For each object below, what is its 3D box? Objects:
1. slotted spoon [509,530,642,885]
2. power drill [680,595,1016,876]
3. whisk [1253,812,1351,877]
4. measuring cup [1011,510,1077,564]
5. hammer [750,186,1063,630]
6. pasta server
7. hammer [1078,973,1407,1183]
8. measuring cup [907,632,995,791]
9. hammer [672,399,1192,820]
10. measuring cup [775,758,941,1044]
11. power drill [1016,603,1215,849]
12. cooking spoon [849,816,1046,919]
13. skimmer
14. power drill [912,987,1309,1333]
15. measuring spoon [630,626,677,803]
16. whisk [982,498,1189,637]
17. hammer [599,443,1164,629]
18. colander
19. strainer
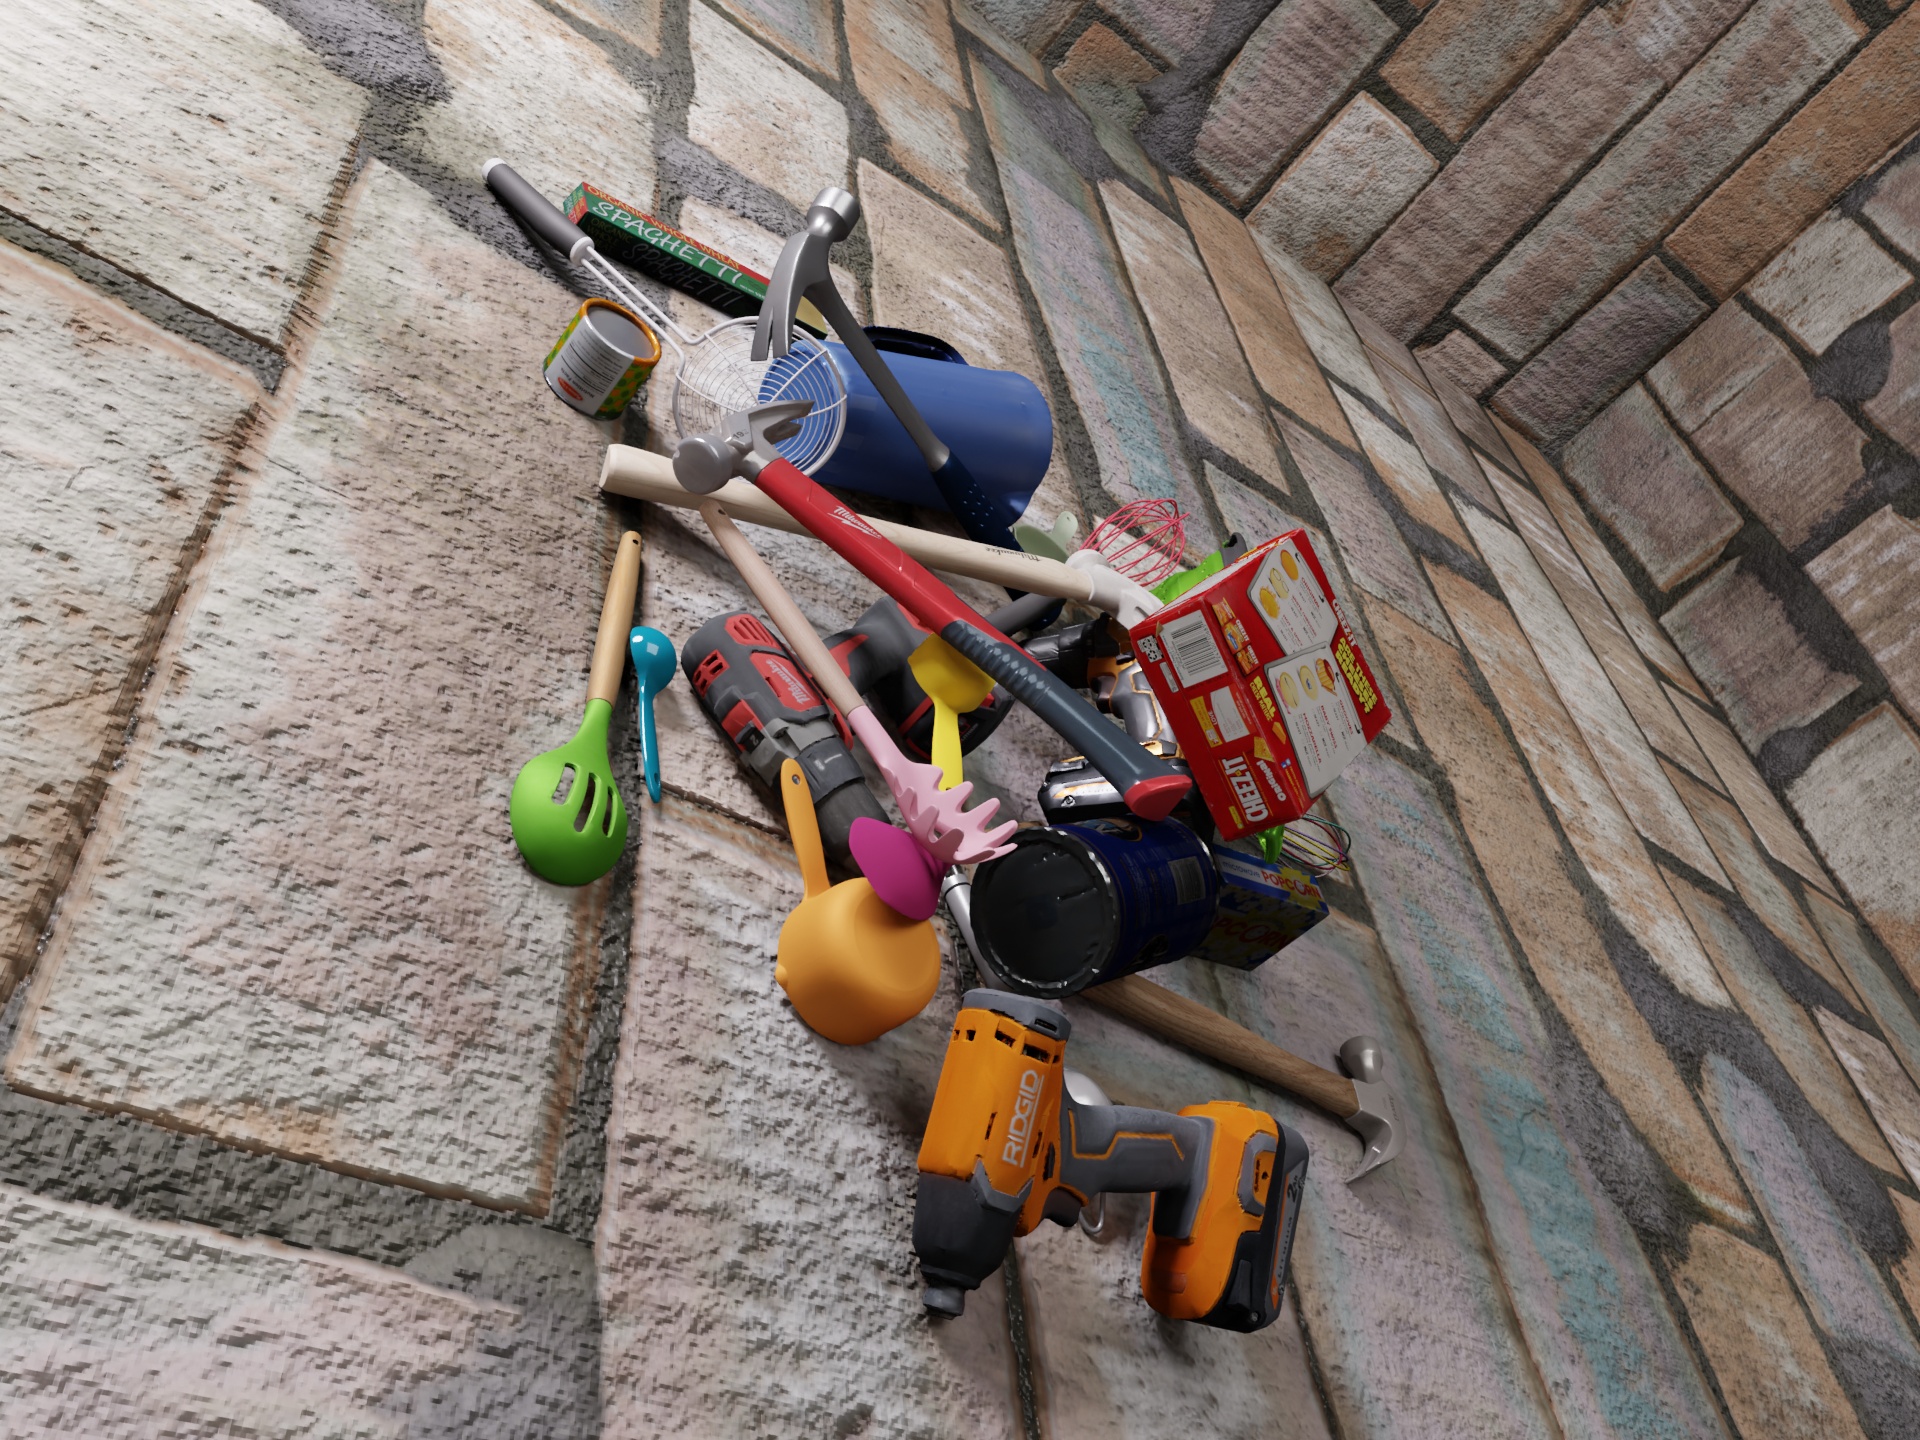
[{"bbox_3d":[-0.211,-0.025,0.938,0.070,0.031,0.314,36,28,-28],"label":"slotted spoon"},{"bbox_3d":[-0.058,0.002,1.049,0.188,0.080,0.226,53,33,14],"label":"power drill"},{"bbox_3d":[0.244,0.079,1.359,0.244,0.051,0.047,26,40,-24],"label":"whisk"},{"bbox_3d":[0.077,-0.152,1.449,0.083,0.038,0.168,41,28,-6],"label":"measuring cup"},{"bbox_3d":[-0.025,-0.205,1.230,0.405,0.035,0.144,51,52,-42],"label":"hammer"},{"bbox_3d":[-0.073,-0.029,0.966,0.060,0.040,0.316,-2,48,-52],"label":"pasta server"},{"bbox_3d":[0.194,0.230,1.115,0.331,0.031,0.130,28,33,-25],"label":"hammer"},{"bbox_3d":[-0.002,-0.003,1.019,0.062,0.029,0.157,26,36,-22],"label":"measuring cup"},{"bbox_3d":[-0.004,-0.075,1.040,0.386,0.038,0.143,39,34,7],"label":"hammer"},{"bbox_3d":[-0.064,0.094,0.906,0.095,0.052,0.174,3,64,-47],"label":"measuring cup"},{"bbox_3d":[0.112,0.002,1.199,0.226,0.185,0.084,-77,152,-43],"label":"power drill"},{"bbox_3d":[0.003,0.080,1.003,0.069,0.017,0.318,57,16,11],"label":"cooking spoon"},{"bbox_3d":[-0.237,-0.318,1.225,0.363,0.127,0.090,44,15,21],"label":"skimmer"},{"bbox_3d":[0.075,0.258,0.859,0.226,0.084,0.164,28,66,-26],"label":"power drill"},{"bbox_3d":[-0.178,-0.005,0.946,0.042,0.021,0.129,68,7,-52],"label":"measuring spoon"},{"bbox_3d":[0.092,-0.112,1.312,0.296,0.073,0.073,-32,77,-35],"label":"whisk"},{"bbox_3d":[-0.051,-0.128,1.141,0.410,0.038,0.146,12,17,-22],"label":"hammer"},{"bbox_3d":[0.198,-0.014,1.313,0.094,0.204,0.397,-2,33,4],"label":"colander"},{"bbox_3d":[0.037,0.185,0.973,0.086,0.050,0.259,-1,48,-33],"label":"strainer"}]
